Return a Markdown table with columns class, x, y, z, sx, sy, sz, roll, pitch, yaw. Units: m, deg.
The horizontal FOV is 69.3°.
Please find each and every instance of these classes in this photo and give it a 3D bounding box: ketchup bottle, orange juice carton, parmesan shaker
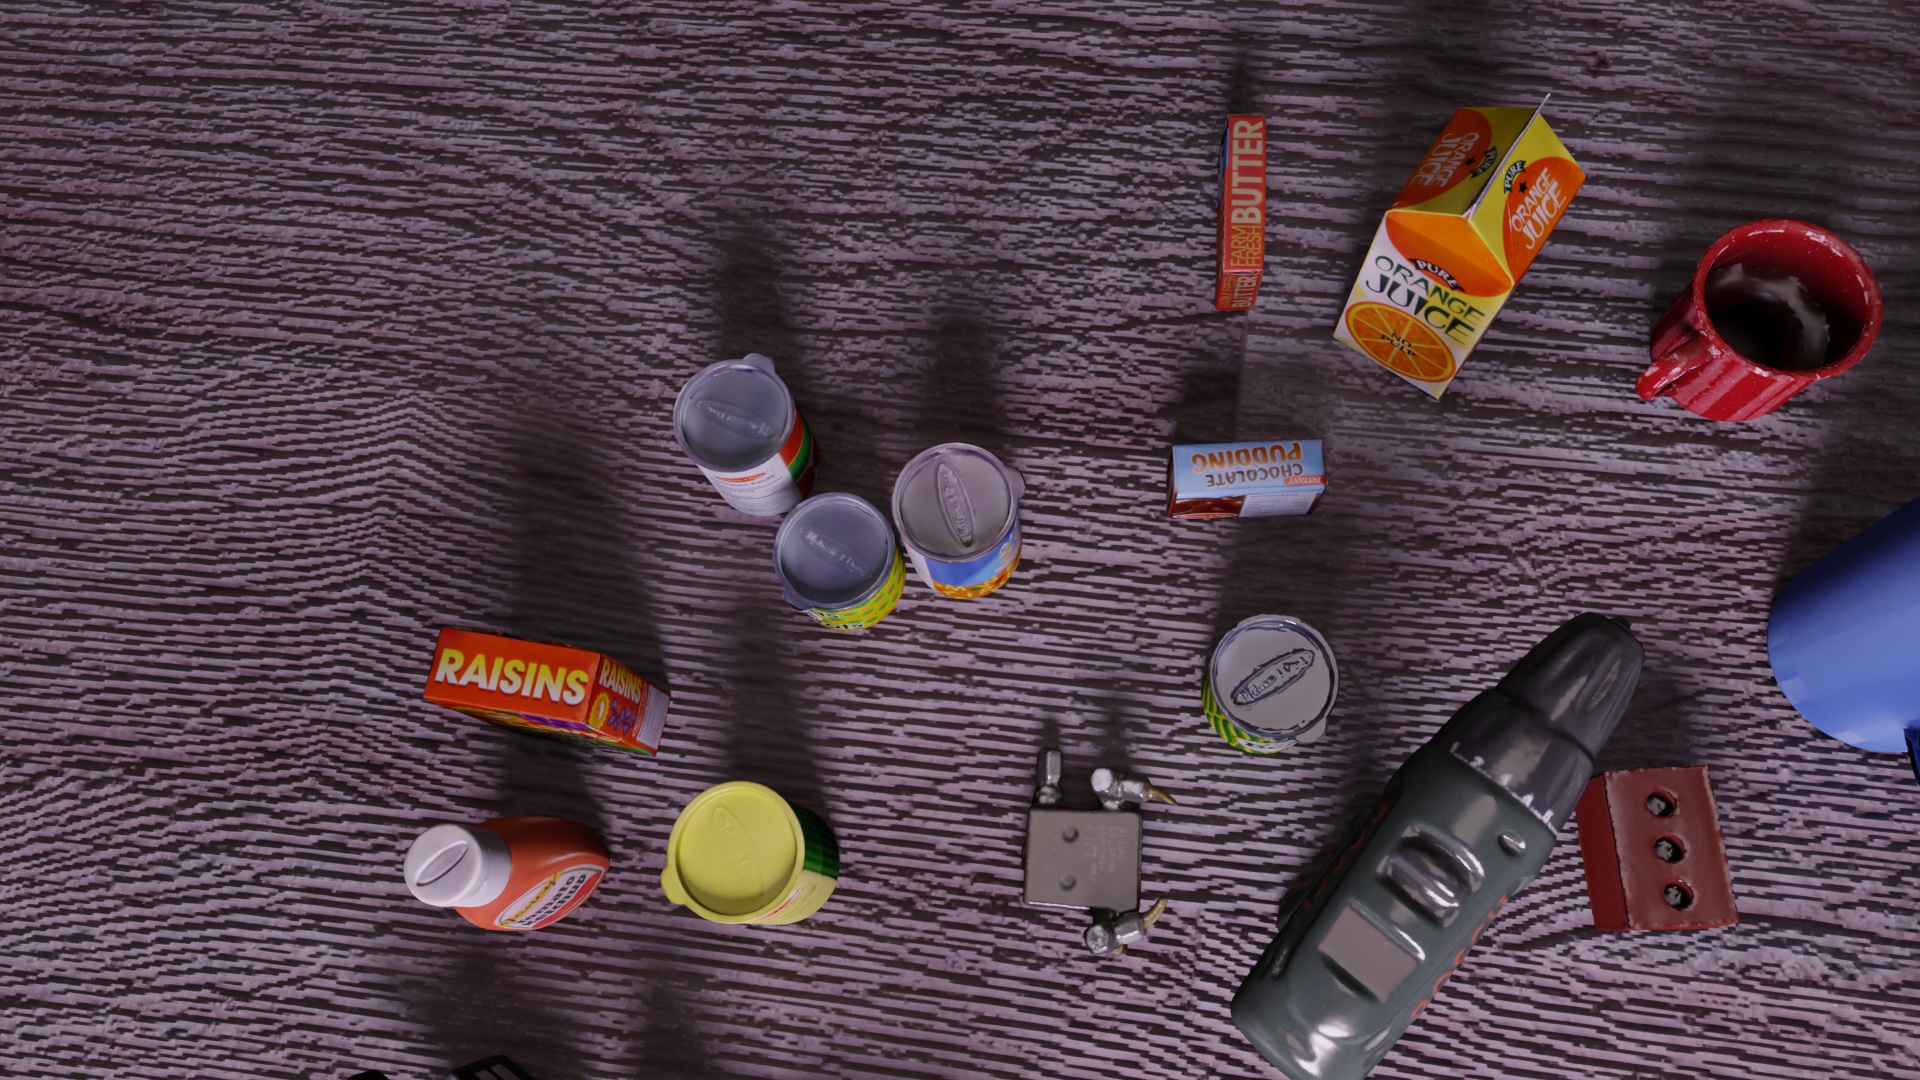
| class | x | y | z | sx | sy | sz | roll | pitch | yaw |
| --- | --- | --- | --- | --- | --- | --- | --- | --- | --- |
| ketchup bottle | -0.227 | 0.164 | 0.692 | 0.065 | 0.148 | 0.043 | -40 | 75 | -7 |
| orange juice carton | 0.259 | -0.153 | 0.724 | 0.073 | 0.192 | 0.072 | 34 | 80 | 13 |
| parmesan shaker | -0.105 | 0.162 | 0.706 | 0.071 | 0.103 | 0.071 | -1 | 74 | 4 |

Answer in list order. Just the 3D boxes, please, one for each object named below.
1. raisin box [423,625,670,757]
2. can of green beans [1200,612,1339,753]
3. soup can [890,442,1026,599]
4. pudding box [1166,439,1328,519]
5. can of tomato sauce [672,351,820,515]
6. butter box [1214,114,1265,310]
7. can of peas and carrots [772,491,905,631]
| class | x | y | z | sx | sy | sz | roll | pitch | yaw |
| --- | --- | --- | --- | --- | --- | --- | --- | --- | --- |
| raisin box | -0.212 | 0.081 | 0.729 | 0.086 | 0.123 | 0.040 | 9 | 75 | 7 |
| can of green beans | 0.162 | 0.077 | 0.734 | 0.071 | 0.057 | 0.071 | -1 | 74 | 4 |
| soup can | 0.003 | -0.010 | 0.759 | 0.071 | 0.083 | 0.071 | -1 | 74 | 4 |
| pudding box | 0.157 | -0.033 | 0.771 | 0.084 | 0.049 | 0.030 | -3 | 74 | 4 |
| can of tomato sauce | -0.118 | -0.058 | 0.784 | 0.071 | 0.083 | 0.071 | -1 | 74 | 4 |
| butter box | 0.164 | -0.192 | 0.816 | 0.024 | 0.053 | 0.104 | 3 | 74 | 6 |
| can of peas and carrots | -0.067 | 0.015 | 0.770 | 0.071 | 0.058 | 0.071 | -1 | 74 | 4 |
